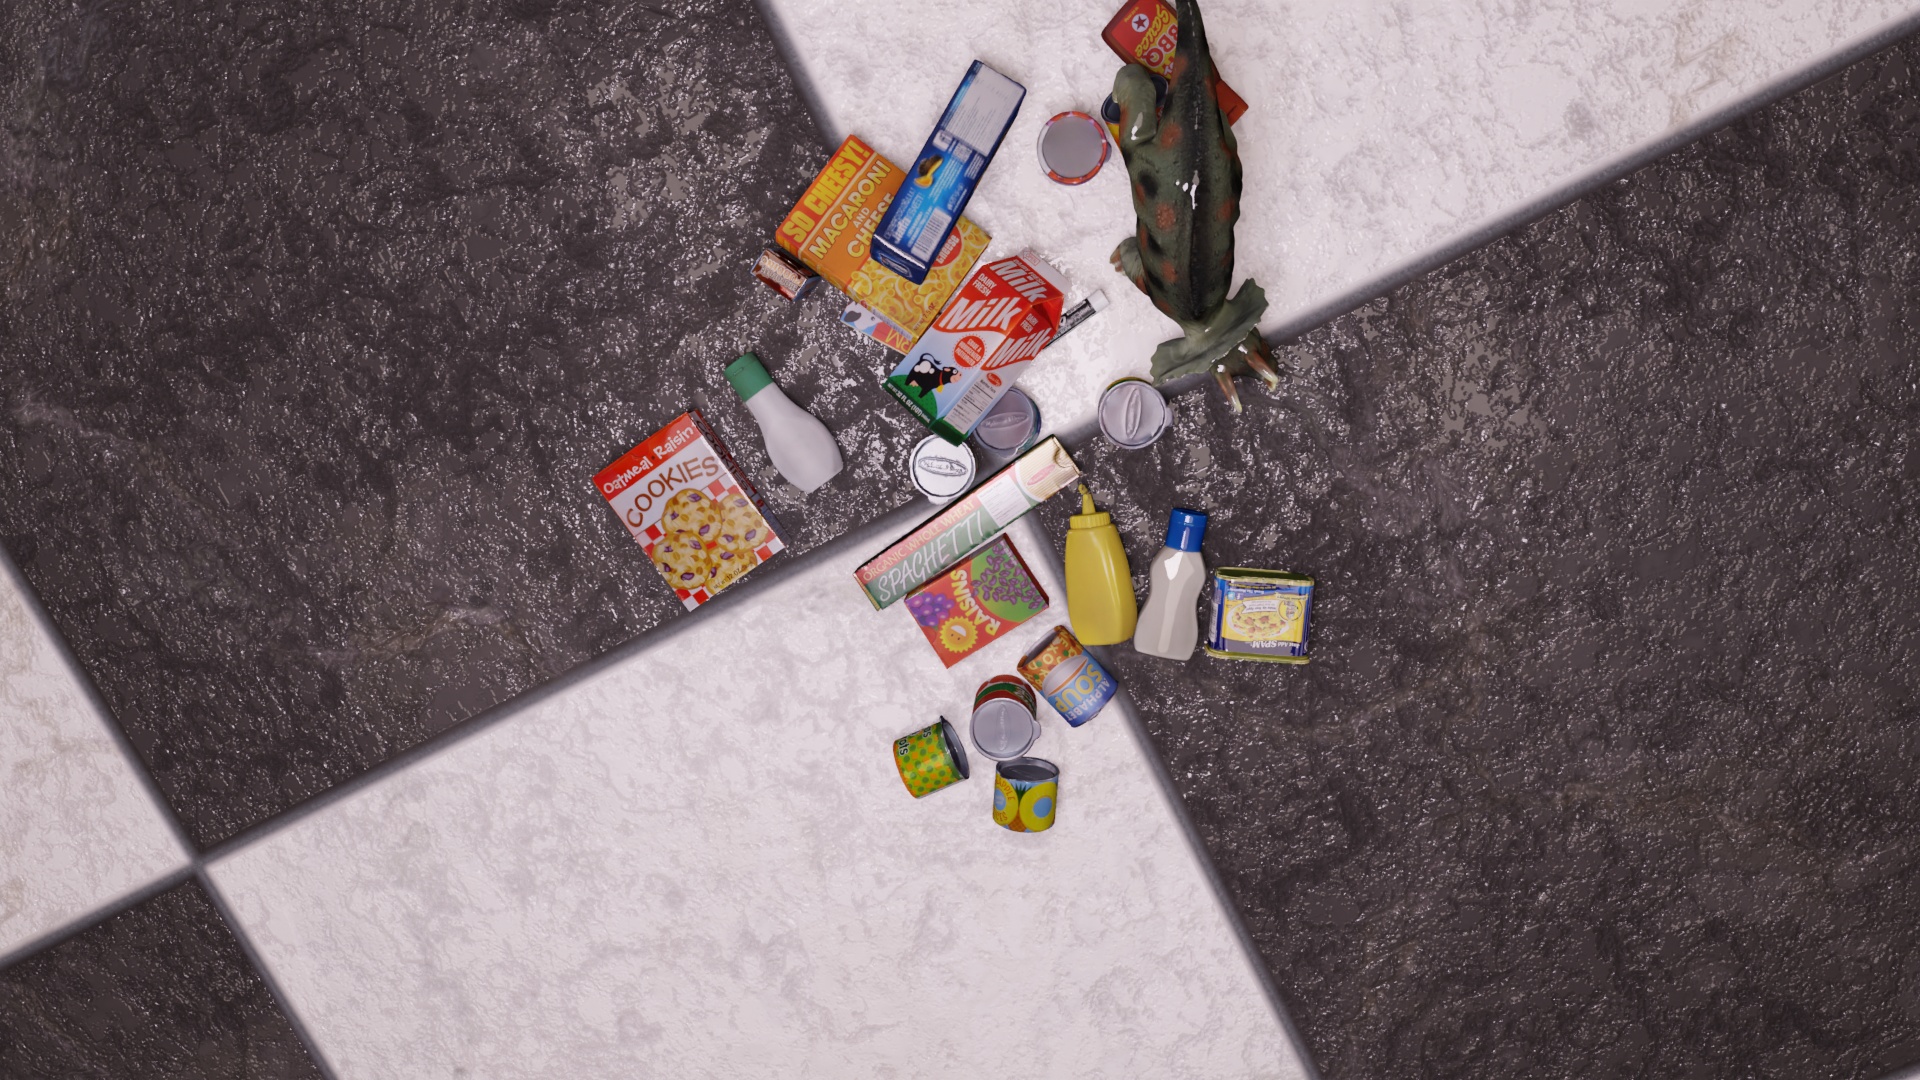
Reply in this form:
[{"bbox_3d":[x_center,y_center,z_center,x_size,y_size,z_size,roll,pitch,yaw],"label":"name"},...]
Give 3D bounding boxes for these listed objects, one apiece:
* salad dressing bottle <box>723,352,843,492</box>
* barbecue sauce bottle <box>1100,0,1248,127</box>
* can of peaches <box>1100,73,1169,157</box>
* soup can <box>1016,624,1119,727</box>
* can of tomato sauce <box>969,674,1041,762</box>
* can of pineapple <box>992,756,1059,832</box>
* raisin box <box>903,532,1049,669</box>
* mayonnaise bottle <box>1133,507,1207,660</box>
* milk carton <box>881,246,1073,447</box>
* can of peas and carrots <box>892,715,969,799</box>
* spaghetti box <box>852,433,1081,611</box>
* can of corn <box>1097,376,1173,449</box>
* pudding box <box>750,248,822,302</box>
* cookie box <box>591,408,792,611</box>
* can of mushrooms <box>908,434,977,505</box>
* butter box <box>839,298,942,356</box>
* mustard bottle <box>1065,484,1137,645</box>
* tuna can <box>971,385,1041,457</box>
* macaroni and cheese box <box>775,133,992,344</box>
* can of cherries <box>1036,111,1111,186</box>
[{"bbox_3d":[-0.177,-0.118,1.382,0.064,0.044,0.147,-35,96,11],"label":"salad dressing bottle"},{"bbox_3d":[0.203,-0.442,1.292,0.148,0.044,0.065,43,100,-5],"label":"barbecue sauce bottle"},{"bbox_3d":[0.173,-0.386,1.283,0.071,0.071,0.058,-30,133,9],"label":"can of peaches"},{"bbox_3d":[0.108,0.137,1.399,0.071,0.071,0.084,-43,96,11],"label":"soup can"},{"bbox_3d":[0.046,0.178,1.404,0.071,0.083,0.071,1,102,4],"label":"can of tomato sauce"},{"bbox_3d":[0.065,0.261,1.428,0.071,0.071,0.057,4,102,3],"label":"can of pineapple"},{"bbox_3d":[0.016,0.061,1.406,0.123,0.040,0.086,-32,99,10],"label":"raisin box"},{"bbox_3d":[0.215,0.043,1.389,0.065,0.041,0.147,11,101,5],"label":"mayonnaise bottle"},{"bbox_3d":[0.022,-0.189,1.323,0.190,0.073,0.072,-49,64,6],"label":"milk carton"},{"bbox_3d":[-0.031,0.223,1.427,0.058,0.071,0.071,-24,99,9],"label":"can of peas and carrots"},{"bbox_3d":[0.005,-0.018,1.396,0.250,0.029,0.050,-34,97,9],"label":"spaghetti box"},{"bbox_3d":[0.169,-0.124,1.350,0.071,0.058,0.071,1,101,4],"label":"can of corn"},{"bbox_3d":[-0.166,-0.256,1.332,0.049,0.084,0.030,36,102,-4],"label":"pudding box"},{"bbox_3d":[-0.271,-0.031,1.405,0.123,0.040,0.167,-34,97,9],"label":"cookie box"},{"bbox_3d":[-0.017,-0.072,1.382,0.071,0.033,0.071,1,98,6],"label":"can of mushrooms"},{"bbox_3d":[-0.061,-0.215,1.364,0.103,0.024,0.053,27,102,-2],"label":"butter box"},{"bbox_3d":[0.136,0.022,1.382,0.065,0.049,0.160,-4,95,34],"label":"mustard bottle"},{"bbox_3d":[0.045,-0.114,1.363,0.071,0.033,0.071,-1,86,15],"label":"tuna can"},{"bbox_3d":[-0.074,-0.286,1.327,0.166,0.040,0.124,36,83,-3],"label":"macaroni and cheese box"},{"bbox_3d":[0.107,-0.368,1.305,0.071,0.058,0.071,1,101,4],"label":"can of cherries"}]
